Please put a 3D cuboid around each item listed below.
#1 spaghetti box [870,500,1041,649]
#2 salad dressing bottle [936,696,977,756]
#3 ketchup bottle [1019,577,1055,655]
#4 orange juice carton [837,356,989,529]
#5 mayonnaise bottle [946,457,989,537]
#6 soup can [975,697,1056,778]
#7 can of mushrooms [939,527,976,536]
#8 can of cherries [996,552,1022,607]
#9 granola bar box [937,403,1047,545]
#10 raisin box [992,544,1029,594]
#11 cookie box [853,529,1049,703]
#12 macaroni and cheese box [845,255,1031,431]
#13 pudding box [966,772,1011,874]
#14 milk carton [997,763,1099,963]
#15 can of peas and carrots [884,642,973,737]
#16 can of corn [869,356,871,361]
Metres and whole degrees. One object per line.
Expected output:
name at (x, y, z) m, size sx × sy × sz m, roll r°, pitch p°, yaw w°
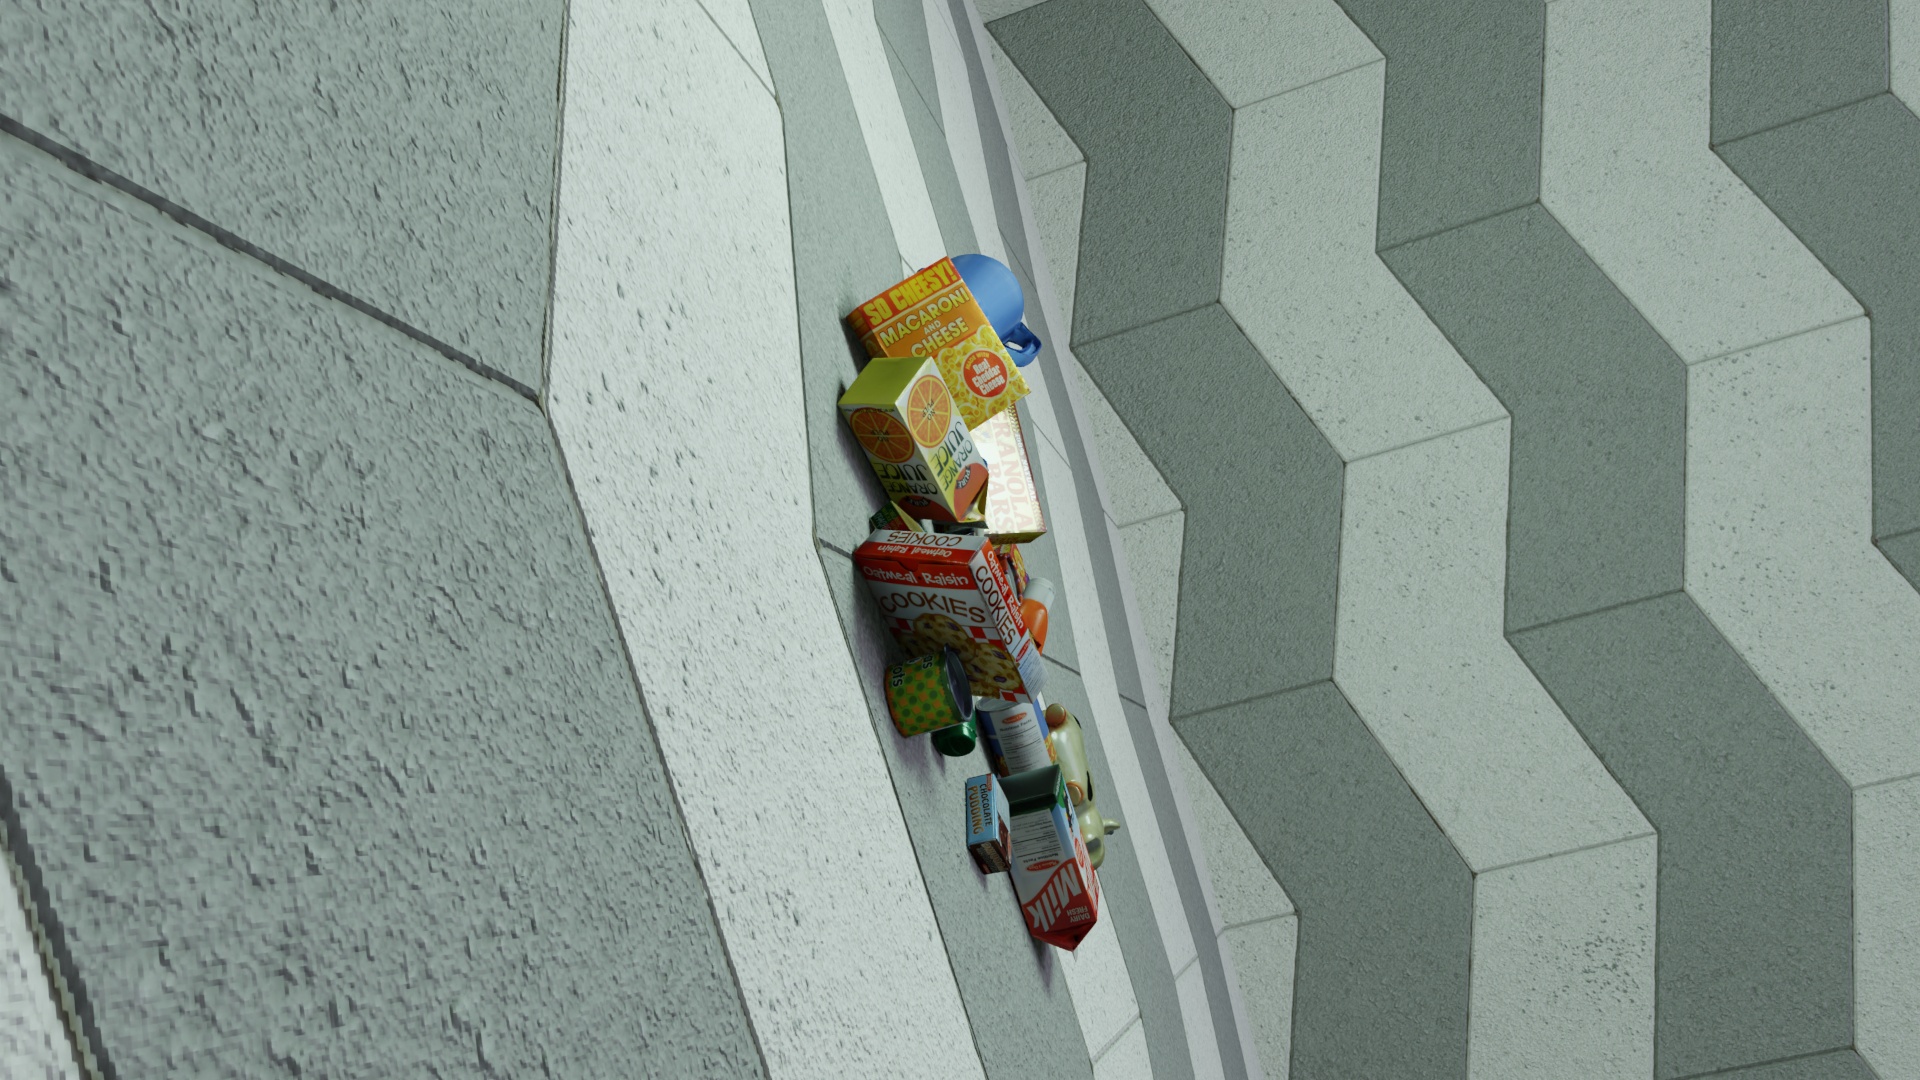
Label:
spaghetti box at (0.000, 0.044, 1.353) m, size 0.249 × 0.028 × 0.050 m, roll 43°, pitch 9°, yaw -44°
salad dressing bottle at (-0.006, 0.137, 1.329) m, size 0.148 × 0.044 × 0.064 m, roll -93°, pitch 163°, yaw -45°
ketchup bottle at (0.073, 0.106, 1.603) m, size 0.064 × 0.043 × 0.149 m, roll 52°, pitch 43°, yaw -26°
orange juice carton at (-0.035, -0.082, 1.343) m, size 0.073 × 0.072 × 0.192 m, roll -58°, pitch 135°, yaw -34°
mayonnaise bottle at (0.005, -0.018, 1.462) m, size 0.065 × 0.041 × 0.147 m, roll -82°, pitch 177°, yaw -59°
soup can at (0.060, 0.203, 1.485) m, size 0.071 × 0.071 × 0.083 m, roll -66°, pitch 139°, yaw -72°
can of mushrooms at (-0.011, 0.011, 1.404) m, size 0.071 × 0.071 × 0.033 m, roll -48°, pitch 123°, yaw -76°
can of cherries at (0.035, 0.050, 1.593) m, size 0.071 × 0.058 × 0.071 m, roll -18°, pitch 91°, yaw -78°
granola bar box at (0.022, -0.078, 1.579) m, size 0.124 × 0.039 × 0.166 m, roll -2°, pitch 71°, yaw -33°
raisin box at (0.060, 0.059, 1.743) m, size 0.124 × 0.040 × 0.086 m, roll -74°, pitch 145°, yaw -70°
cookie box at (-0.007, 0.067, 1.219) m, size 0.040 × 0.123 × 0.166 m, roll -54°, pitch 134°, yaw -37°
macaroni and cheese box at (-0.022, -0.191, 1.431) m, size 0.166 × 0.124 × 0.040 m, roll 58°, pitch -25°, yaw -5°
pudding box at (0.027, 0.271, 1.329) m, size 0.084 × 0.030 × 0.049 m, roll -91°, pitch 162°, yaw -51°
milk carton at (0.094, 0.338, 1.440) m, size 0.072 × 0.073 × 0.190 m, roll -61°, pitch 134°, yaw -74°
can of peas and carrots at (-0.028, 0.130, 1.197) m, size 0.071 × 0.058 × 0.071 m, roll -19°, pitch 92°, yaw -78°
can of corn at (-0.060, -0.192, 1.484) m, size 0.071 × 0.058 × 0.071 m, roll -18°, pitch 92°, yaw -78°
